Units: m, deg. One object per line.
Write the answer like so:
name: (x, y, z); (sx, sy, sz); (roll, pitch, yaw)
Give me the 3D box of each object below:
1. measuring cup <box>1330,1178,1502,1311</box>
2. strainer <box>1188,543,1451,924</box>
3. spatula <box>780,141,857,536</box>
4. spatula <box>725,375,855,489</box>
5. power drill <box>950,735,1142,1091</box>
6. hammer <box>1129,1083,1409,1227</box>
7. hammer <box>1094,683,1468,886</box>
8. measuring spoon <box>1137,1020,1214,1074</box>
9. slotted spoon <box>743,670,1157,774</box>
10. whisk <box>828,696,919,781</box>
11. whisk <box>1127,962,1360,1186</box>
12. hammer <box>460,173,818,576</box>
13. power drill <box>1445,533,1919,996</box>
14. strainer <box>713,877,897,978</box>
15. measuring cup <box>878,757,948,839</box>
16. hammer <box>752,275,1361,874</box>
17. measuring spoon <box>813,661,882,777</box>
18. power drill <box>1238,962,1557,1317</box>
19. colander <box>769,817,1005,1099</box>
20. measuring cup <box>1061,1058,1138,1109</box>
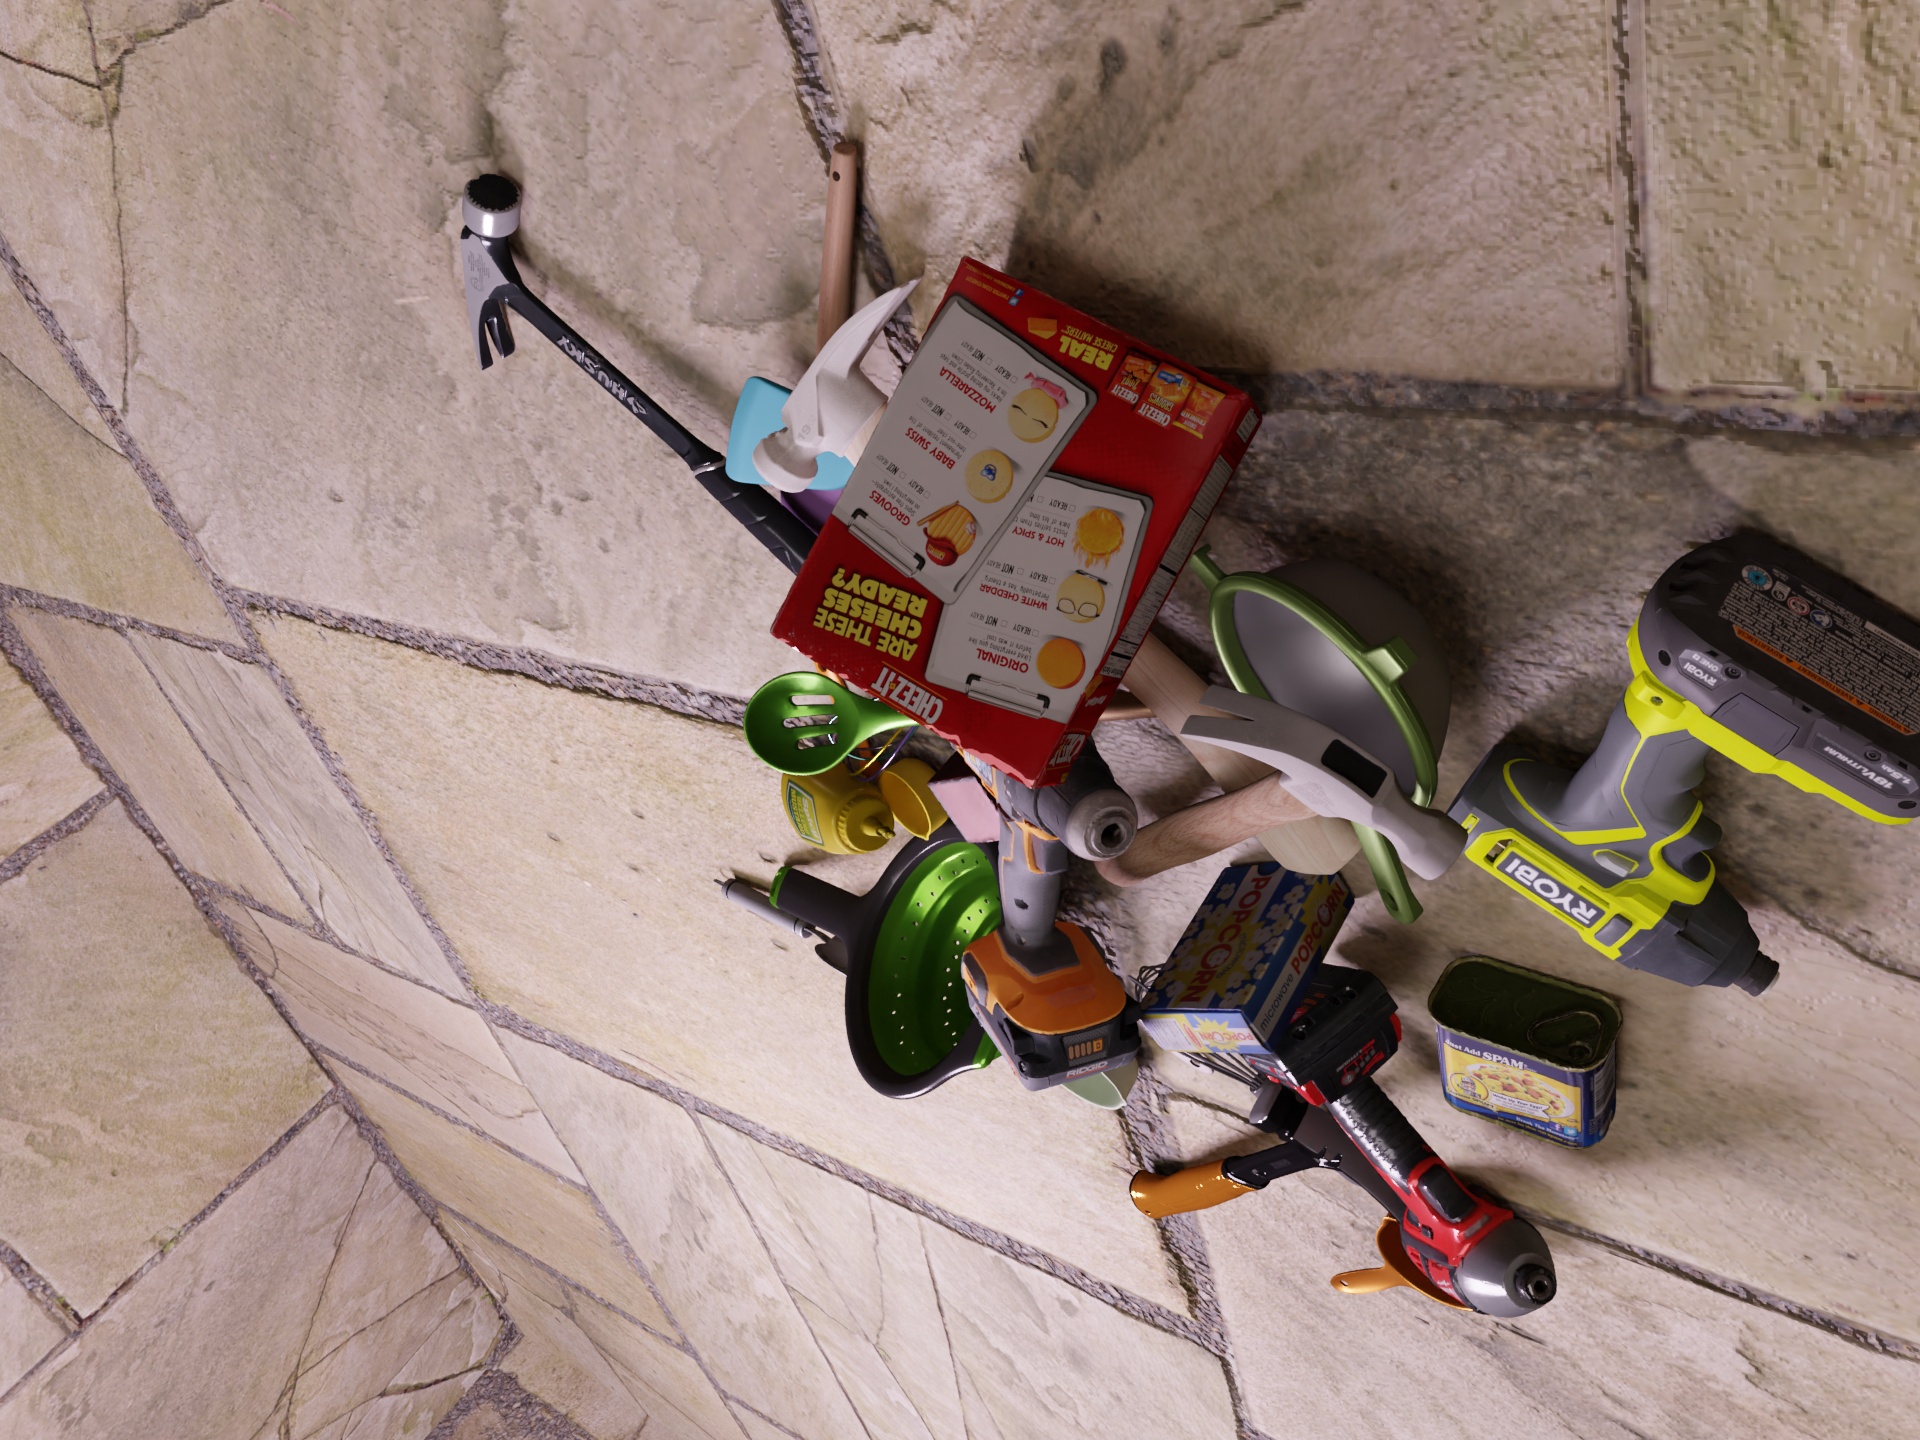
measuring cup: (0.318, 0.369, 1.115); (0.095, 0.052, 0.173); (43, 147, 2)
strainer: (0.219, 0.008, 0.825); (0.152, 0.069, 0.256); (37, 162, 50)
spatula: (-0.080, -0.201, 0.947); (0.060, 0.018, 0.315); (32, 144, 15)
spatula: (0.002, -0.101, 0.947); (0.317, 0.044, 0.082); (35, 137, 10)
power drill: (0.054, 0.099, 0.914); (0.185, 0.084, 0.226); (-135, 36, -62)
hammer: (0.208, 0.339, 1.170); (0.127, 0.034, 0.336); (35, 153, 0)
hammer: (0.140, 0.056, 0.880); (0.130, 0.031, 0.331); (38, 161, -4)
measuring spoon: (0.133, 0.230, 1.182); (0.124, 0.018, 0.034); (33, 144, 14)
slotted spoon: (-0.002, -0.003, 1.010); (0.314, 0.031, 0.070); (-3, 96, 28)
whisk: (-0.023, -0.024, 1.060); (0.051, 0.047, 0.245); (47, 141, -4)
whisk: (0.209, 0.252, 1.109); (0.239, 0.055, 0.055); (41, 145, -4)
hammer: (-0.180, -0.175, 1.043); (0.409, 0.036, 0.149); (42, 147, 7)
power drill: (0.340, 0.035, 0.728); (0.171, 0.080, 0.223); (35, 148, 13)
strainer: (-0.129, 0.179, 1.372); (0.259, 0.050, 0.086); (20, -177, 38)
measuring cup: (-0.050, 0.061, 1.192); (0.062, 0.029, 0.156); (57, 156, -5)
hammer: (0.074, -0.066, 0.896); (0.410, 0.038, 0.146); (41, 124, -2)
measuring spoon: (-0.085, -0.003, 1.163); (0.021, 0.011, 0.116); (6, 130, 41)
power drill: (0.266, 0.257, 0.951); (0.219, 0.078, 0.143); (53, 172, 1)
colander: (-0.032, 0.171, 1.219); (0.094, 0.204, 0.397); (22, 175, -30)
measuring cup: (0.098, 0.233, 1.190); (0.083, 0.038, 0.167); (25, 147, 23)
